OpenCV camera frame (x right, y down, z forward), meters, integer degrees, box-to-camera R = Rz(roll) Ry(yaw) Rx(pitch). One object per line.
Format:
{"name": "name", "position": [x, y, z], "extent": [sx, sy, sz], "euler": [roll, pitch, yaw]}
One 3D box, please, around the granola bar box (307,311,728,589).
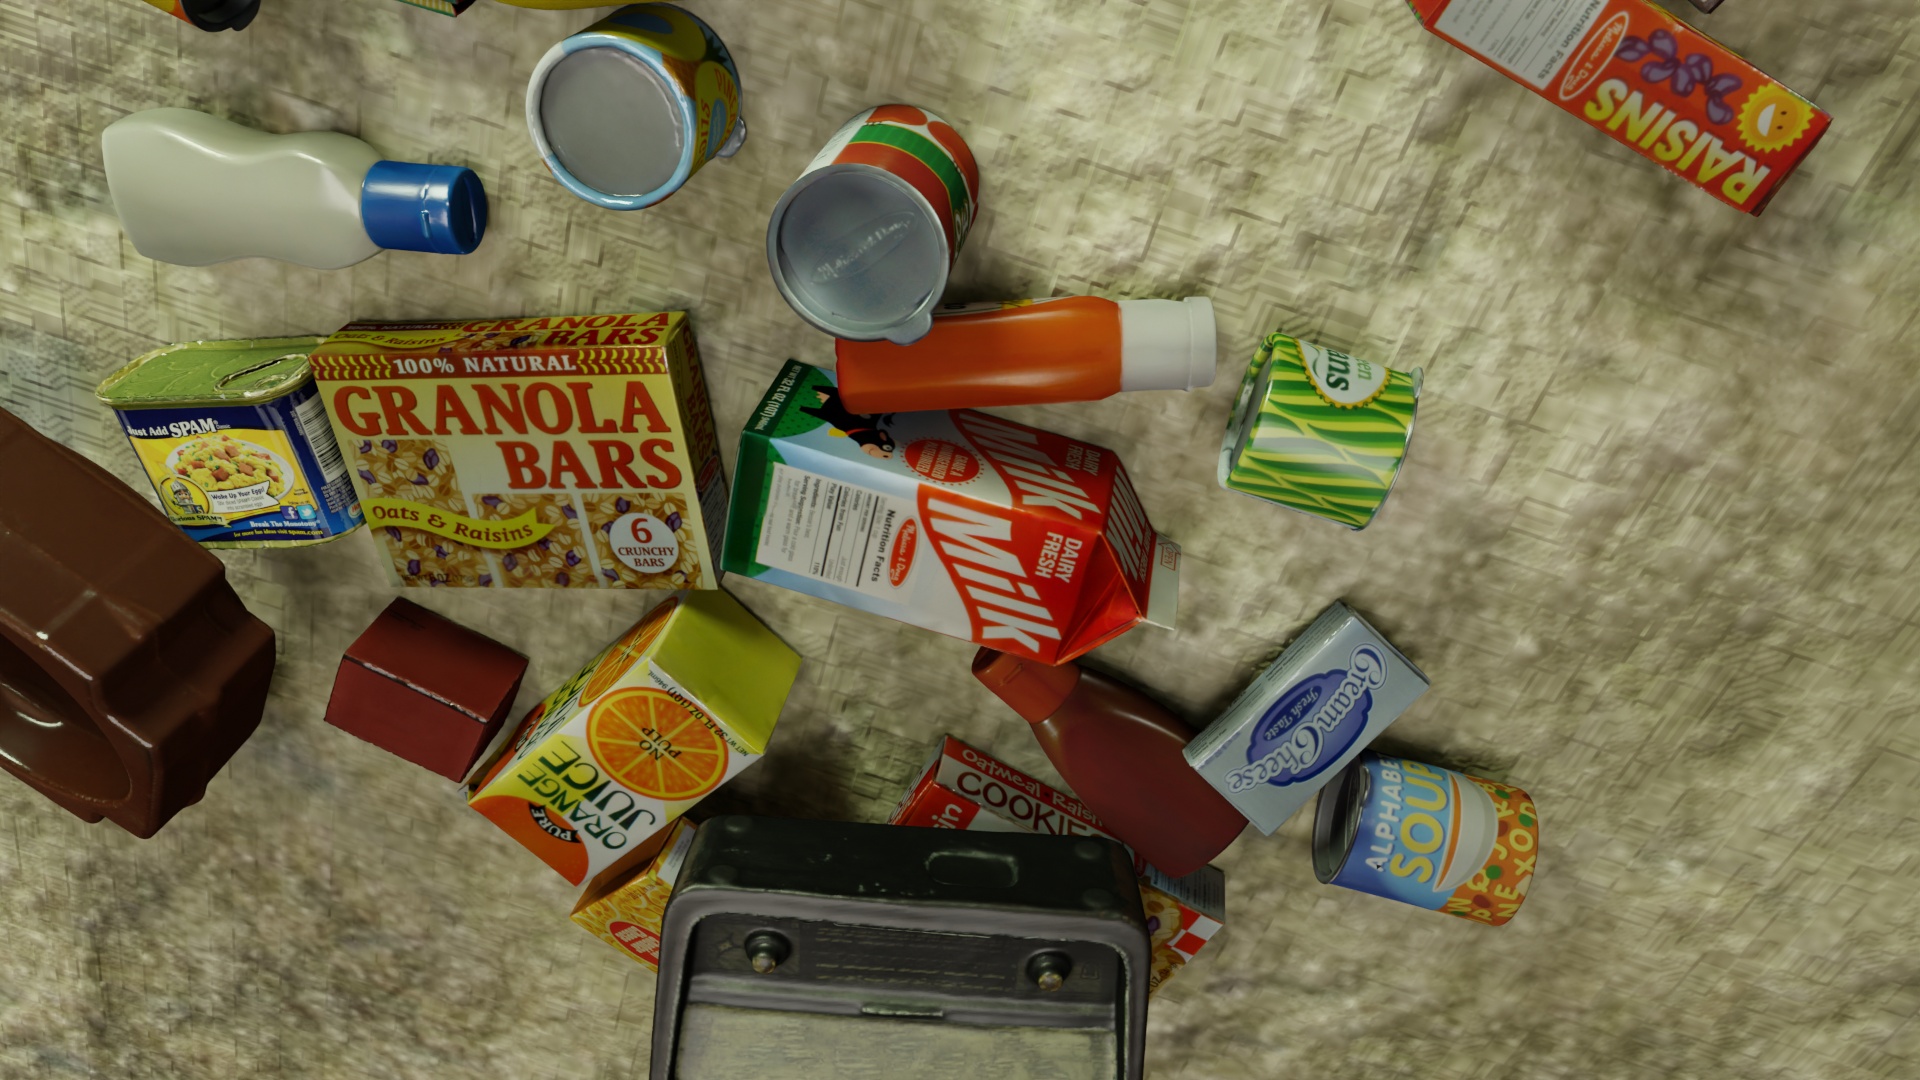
{"name": "granola bar box", "position": [-0.194, -0.039, 0.632], "extent": [0.165, 0.039, 0.123], "euler": [0, 122, 11]}

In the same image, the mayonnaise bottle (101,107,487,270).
{"name": "mayonnaise bottle", "position": [-0.276, -0.143, 0.582], "extent": [0.148, 0.041, 0.064], "euler": [6, 124, 5]}

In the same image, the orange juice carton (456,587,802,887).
{"name": "orange juice carton", "position": [-0.174, 0.106, 0.696], "extent": [0.192, 0.073, 0.071], "euler": [-37, 109, 28]}

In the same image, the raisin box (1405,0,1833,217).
{"name": "raisin box", "position": [0.208, -0.162, 0.455], "extent": [0.123, 0.086, 0.040], "euler": [27, 121, -7]}

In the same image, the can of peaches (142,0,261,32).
{"name": "can of peaches", "position": [-0.297, -0.231, 0.517], "extent": [0.058, 0.071, 0.071], "euler": [25, 122, -5]}

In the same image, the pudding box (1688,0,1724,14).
{"name": "pudding box", "position": [0.230, -0.218, 0.449], "extent": [0.083, 0.030, 0.049], "euler": [35, 122, -11]}

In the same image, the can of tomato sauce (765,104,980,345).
{"name": "can of tomato sauce", "position": [-0.029, -0.121, 0.525], "extent": [0.071, 0.083, 0.070], "euler": [5, 122, 8]}

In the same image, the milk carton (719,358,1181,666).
{"name": "milk carton", "position": [0.002, -0.007, 0.596], "extent": [0.191, 0.073, 0.073], "euler": [16, 123, 1]}

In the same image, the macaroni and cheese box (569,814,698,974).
{"name": "macaroni and cheese box", "position": [-0.116, 0.224, 0.755], "extent": [0.166, 0.040, 0.123], "euler": [38, 141, -13]}

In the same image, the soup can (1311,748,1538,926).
{"name": "soup can", "position": [0.216, 0.136, 0.646], "extent": [0.084, 0.072, 0.071], "euler": [14, 123, 1]}

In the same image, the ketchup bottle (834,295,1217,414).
{"name": "ketchup bottle", "position": [0.026, -0.075, 0.558], "extent": [0.149, 0.065, 0.043], "euler": [-2, 97, 2]}

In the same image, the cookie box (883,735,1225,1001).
{"name": "cookie box", "position": [0.034, 0.188, 0.728], "extent": [0.167, 0.040, 0.122], "euler": [28, 122, -7]}

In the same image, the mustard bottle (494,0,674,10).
{"name": "mustard bottle", "position": [-0.089, -0.220, 0.490], "extent": [0.160, 0.066, 0.048], "euler": [-3, 126, 5]}

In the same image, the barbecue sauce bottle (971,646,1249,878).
{"name": "barbecue sauce bottle", "position": [0.070, 0.095, 0.663], "extent": [0.148, 0.044, 0.064], "euler": [41, 105, -14]}

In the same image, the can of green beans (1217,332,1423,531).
{"name": "can of green beans", "position": [0.140, -0.043, 0.552], "extent": [0.058, 0.071, 0.071], "euler": [18, 123, 0]}

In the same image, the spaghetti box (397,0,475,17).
{"name": "spaghetti box", "position": [-0.187, -0.311, 0.469], "extent": [0.050, 0.029, 0.248], "euler": [14, 123, 1]}

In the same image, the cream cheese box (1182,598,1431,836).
{"name": "cream cheese box", "position": [0.156, 0.081, 0.632], "extent": [0.053, 0.024, 0.103], "euler": [41, 100, -14]}

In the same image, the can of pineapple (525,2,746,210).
{"name": "can of pineapple", "position": [-0.122, -0.165, 0.529], "extent": [0.071, 0.058, 0.070], "euler": [4, 122, 7]}
